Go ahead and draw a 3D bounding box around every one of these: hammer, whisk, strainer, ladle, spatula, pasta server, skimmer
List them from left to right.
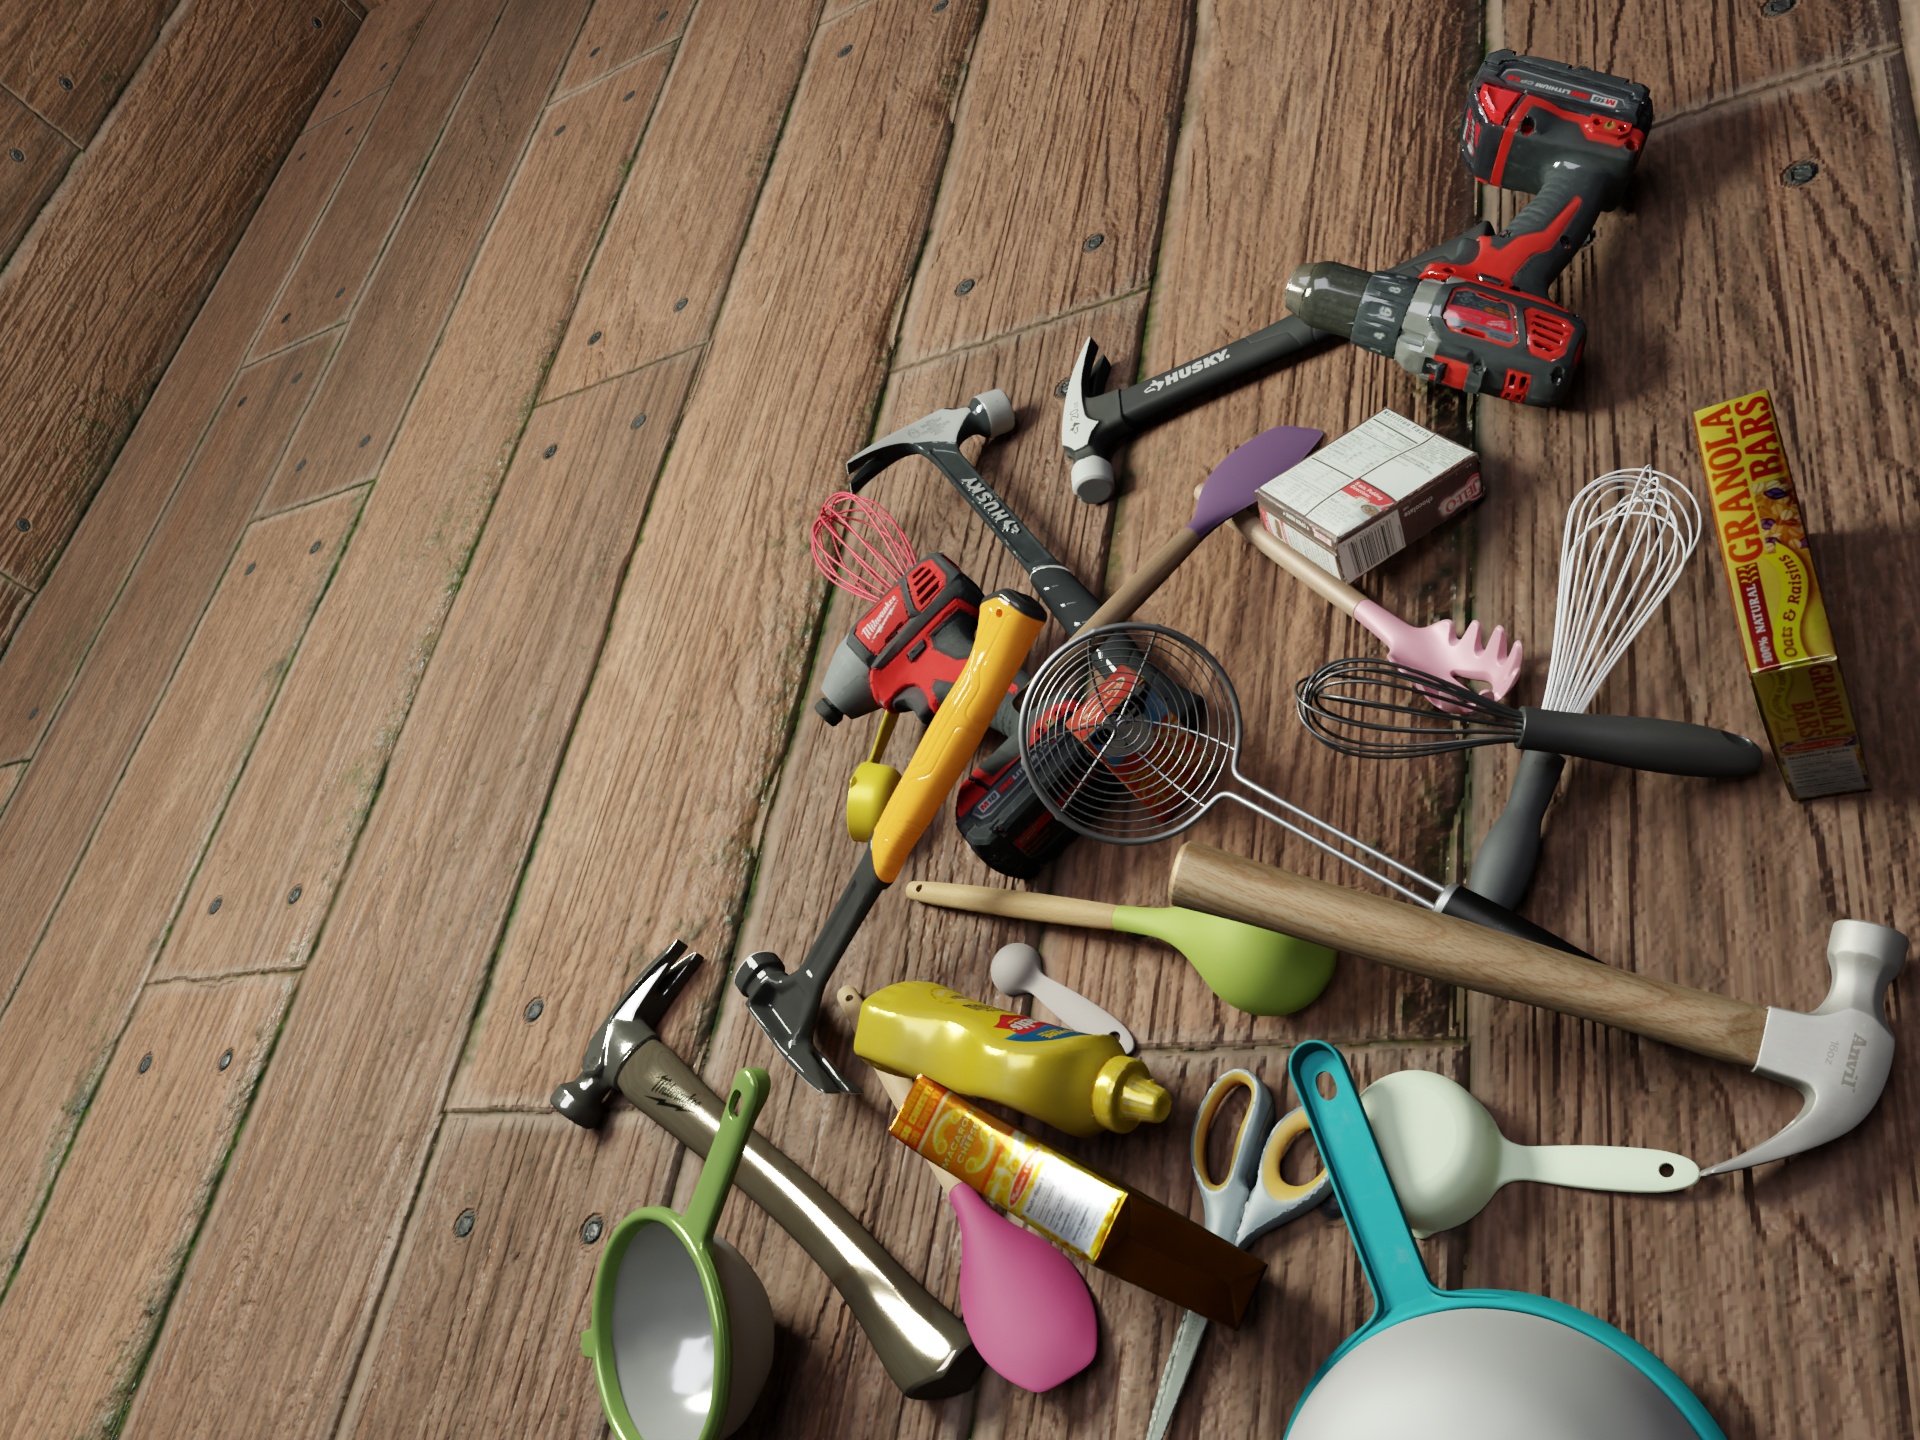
[{"bbox_3d":[-0.139,0.317,0.939,0.152,0.069,0.256,34,109,47],"label":"strainer"},{"bbox_3d":[-0.120,0.283,1.018,0.411,0.038,0.146,26,76,45],"label":"hammer"},{"bbox_3d":[-0.035,0.071,0.998,0.127,0.034,0.337,43,110,42],"label":"hammer"},{"bbox_3d":[-0.035,-0.088,1.212,0.073,0.073,0.296,-44,50,3],"label":"whisk"},{"bbox_3d":[0.052,-0.113,1.149,0.149,0.036,0.409,-22,46,-14],"label":"hammer"},{"bbox_3d":[0.085,0.124,0.979,0.320,0.062,0.078,1,63,46],"label":"ladle"},{"bbox_3d":[0.136,-0.107,1.054,0.060,0.018,0.316,17,52,44],"label":"spatula"},{"bbox_3d":[0.225,-0.278,1.160,0.335,0.035,0.146,-21,50,25],"label":"hammer"},{"bbox_3d":[0.194,0.064,0.835,0.364,0.090,0.127,30,94,32],"label":"skimmer"},{"bbox_3d":[0.238,-0.088,1.009,0.060,0.040,0.317,-32,41,-8],"label":"pasta server"},{"bbox_3d":[0.198,0.289,0.689,0.211,0.095,0.341,-29,55,20],"label":"strainer"},{"bbox_3d":[0.260,0.120,0.765,0.331,0.031,0.130,14,75,22],"label":"hammer"},{"bbox_3d":[0.292,0.004,0.825,0.239,0.055,0.055,8,60,6],"label":"whisk"},{"bbox_3d":[0.333,-0.017,0.873,0.070,0.070,0.285,14,73,43],"label":"whisk"}]

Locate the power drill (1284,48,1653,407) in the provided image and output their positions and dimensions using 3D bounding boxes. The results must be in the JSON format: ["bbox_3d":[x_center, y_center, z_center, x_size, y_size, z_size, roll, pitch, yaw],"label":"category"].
[{"bbox_3d":[0.332,-0.320,1.035,0.188,0.080,0.227,21,74,16],"label":"power drill"}]

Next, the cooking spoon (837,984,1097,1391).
[{"bbox_3d":[-0.011,0.263,0.951,0.069,0.017,0.319,-28,40,-10],"label":"cooking spoon"}]

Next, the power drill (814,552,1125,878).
[{"bbox_3d":[-0.002,-0.003,1.070,0.143,0.078,0.220,-44,56,2],"label":"power drill"}]

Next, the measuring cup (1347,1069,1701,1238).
[{"bbox_3d":[0.264,0.208,0.768,0.167,0.038,0.083,-7,56,37],"label":"measuring cup"}]

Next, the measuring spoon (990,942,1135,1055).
[{"bbox_3d":[0.060,0.170,0.972,0.124,0.018,0.034,29,79,45],"label":"measuring spoon"}]

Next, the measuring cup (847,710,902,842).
[{"bbox_3d":[-0.045,0.018,1.142,0.029,0.062,0.157,8,59,17],"label":"measuring cup"}]
